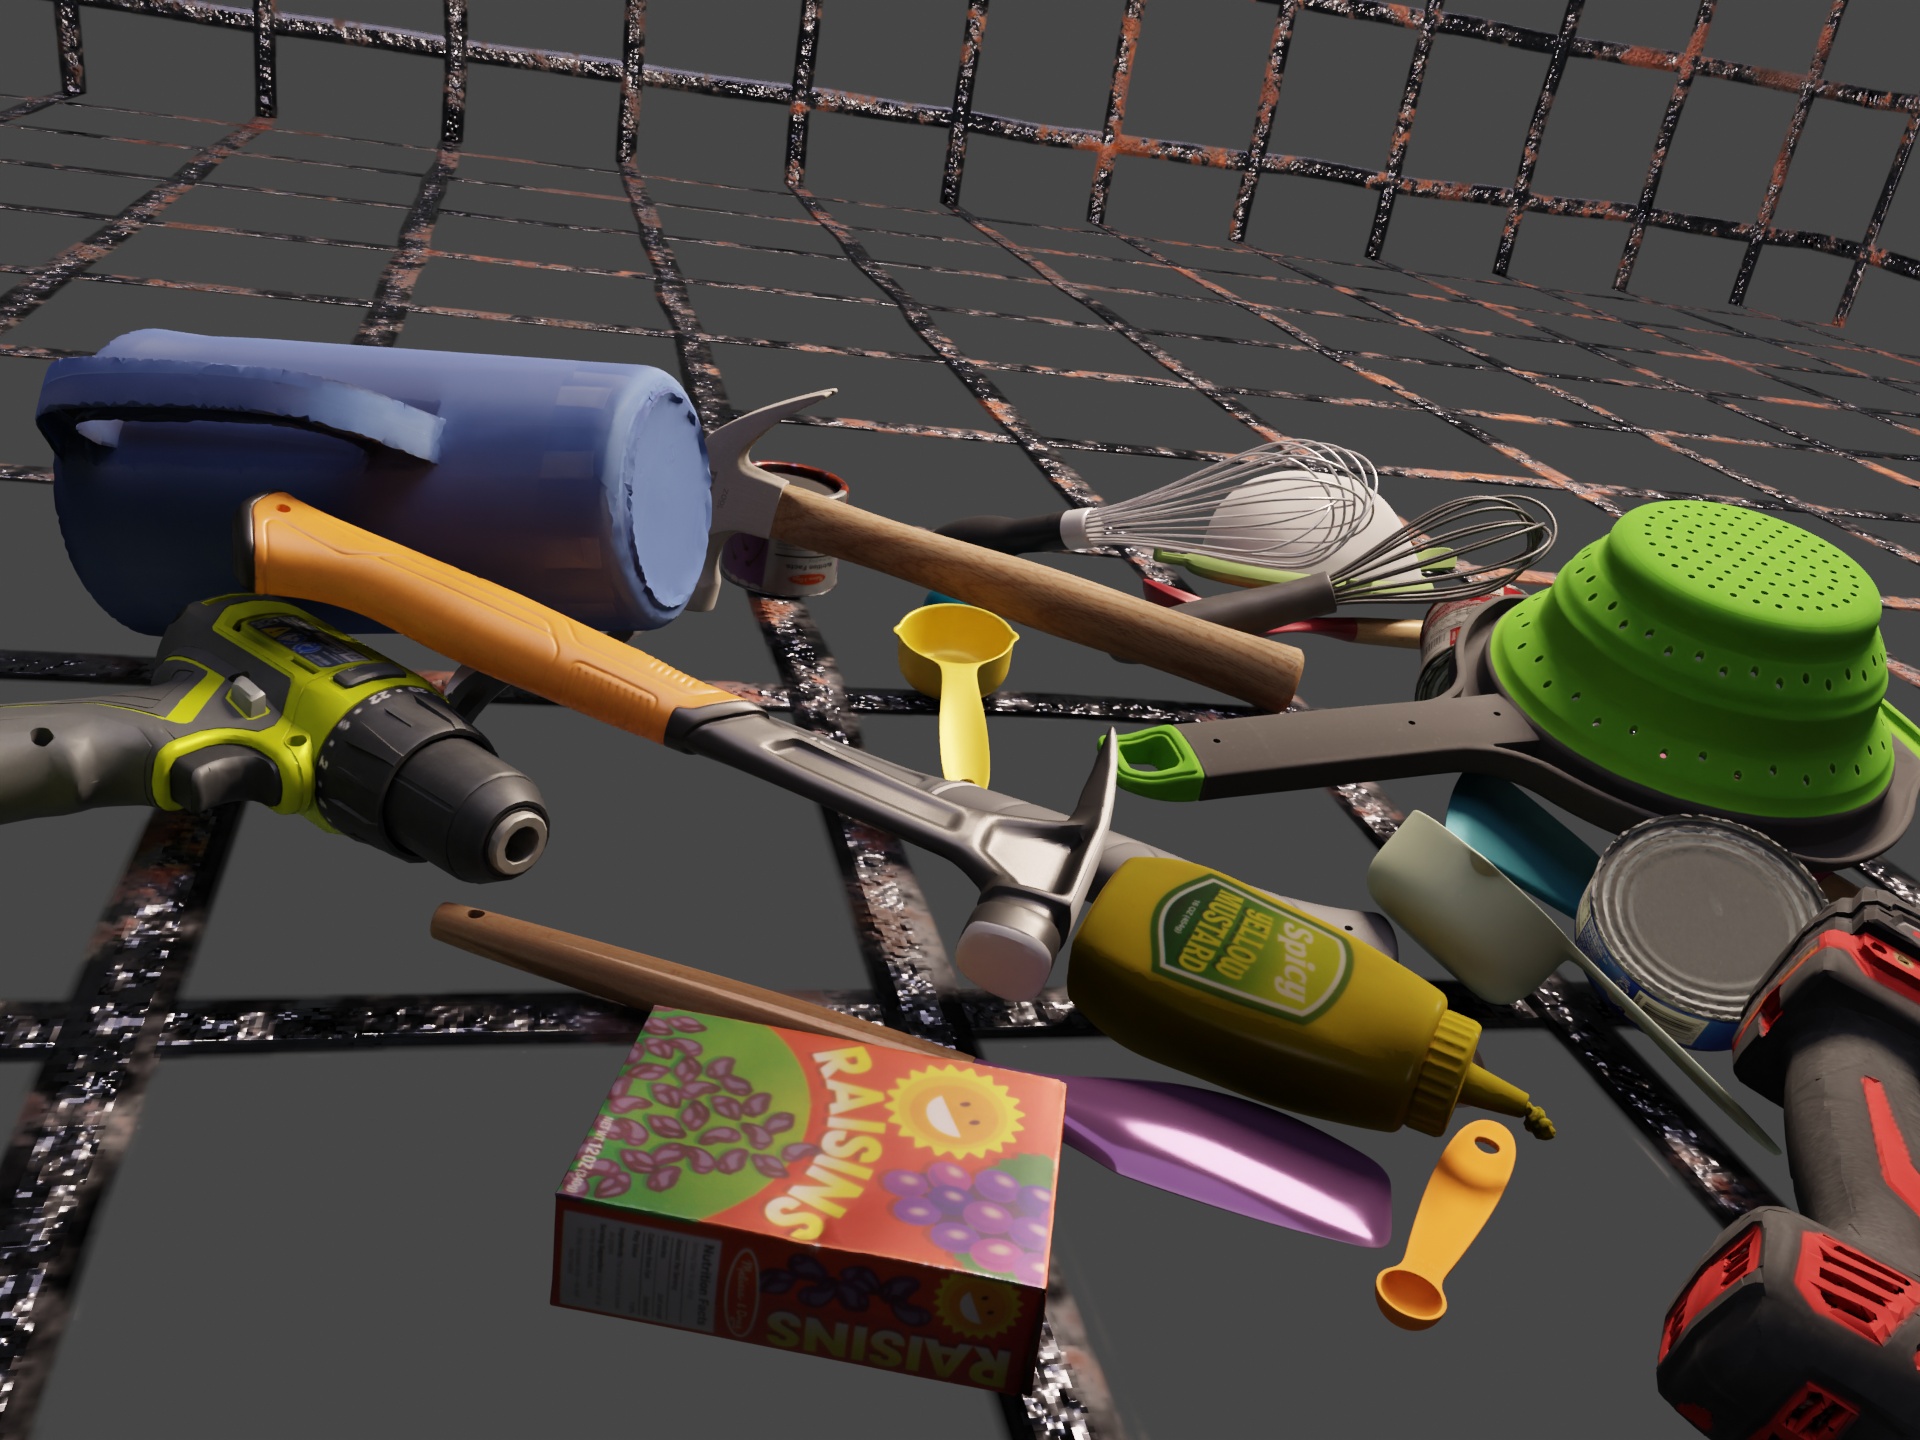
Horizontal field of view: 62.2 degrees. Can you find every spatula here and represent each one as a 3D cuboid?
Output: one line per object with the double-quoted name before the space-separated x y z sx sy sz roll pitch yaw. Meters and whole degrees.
"spatula" 0.355 0.082 0.636 0.317 0.044 0.082 13 26 21
"spatula" -0.021 0.105 0.503 0.316 0.018 0.060 15 22 8

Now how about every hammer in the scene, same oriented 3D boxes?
"hammer" -0.023 0.029 0.642 0.409 0.036 0.149 20 32 20
"hammer" 0.016 -0.074 0.816 0.331 0.130 0.031 18 19 -1
"hammer" -0.107 -0.012 0.577 0.337 0.034 0.127 23 37 6

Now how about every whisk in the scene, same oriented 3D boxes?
"whisk" 0.094 -0.110 0.875 0.285 0.070 0.070 -1 14 38
"whisk" 0.193 -0.070 0.838 0.239 0.055 0.055 -15 23 8

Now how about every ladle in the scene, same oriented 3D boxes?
"ladle" 0.252 -0.053 0.933 0.315 0.031 0.069 4 18 -17

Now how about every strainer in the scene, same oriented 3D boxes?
"strainer" 0.252 -0.122 1.008 0.152 0.069 0.256 17 18 41

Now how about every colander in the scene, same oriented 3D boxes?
"colander" 0.251 -0.026 0.675 0.397 0.094 0.205 -5 38 -17

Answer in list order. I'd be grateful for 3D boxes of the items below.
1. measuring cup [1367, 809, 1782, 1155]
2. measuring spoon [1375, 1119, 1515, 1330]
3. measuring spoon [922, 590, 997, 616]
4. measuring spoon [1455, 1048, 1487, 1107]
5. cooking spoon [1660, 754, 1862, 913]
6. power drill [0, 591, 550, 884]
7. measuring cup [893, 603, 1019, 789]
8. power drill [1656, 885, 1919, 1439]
"measuring cup" 0.214 0.102 0.573 0.168 0.038 0.083 47 5 26
"measuring spoon" 0.148 0.150 0.480 0.021 0.011 0.117 22 24 24
"measuring spoon" 0.022 -0.080 0.913 0.042 0.021 0.128 20 26 23
"measuring spoon" 0.123 0.104 0.557 0.124 0.018 0.034 16 26 16
"cooking spoon" 0.398 0.087 0.693 0.068 0.017 0.319 -4 27 -20
"power drill" -0.270 0.024 0.522 0.191 0.080 0.228 25 26 32
"measuring cup" -0.001 -0.002 0.746 0.062 0.029 0.157 3 37 -5
"power drill" 0.282 0.149 0.443 0.143 0.078 0.220 31 34 16
